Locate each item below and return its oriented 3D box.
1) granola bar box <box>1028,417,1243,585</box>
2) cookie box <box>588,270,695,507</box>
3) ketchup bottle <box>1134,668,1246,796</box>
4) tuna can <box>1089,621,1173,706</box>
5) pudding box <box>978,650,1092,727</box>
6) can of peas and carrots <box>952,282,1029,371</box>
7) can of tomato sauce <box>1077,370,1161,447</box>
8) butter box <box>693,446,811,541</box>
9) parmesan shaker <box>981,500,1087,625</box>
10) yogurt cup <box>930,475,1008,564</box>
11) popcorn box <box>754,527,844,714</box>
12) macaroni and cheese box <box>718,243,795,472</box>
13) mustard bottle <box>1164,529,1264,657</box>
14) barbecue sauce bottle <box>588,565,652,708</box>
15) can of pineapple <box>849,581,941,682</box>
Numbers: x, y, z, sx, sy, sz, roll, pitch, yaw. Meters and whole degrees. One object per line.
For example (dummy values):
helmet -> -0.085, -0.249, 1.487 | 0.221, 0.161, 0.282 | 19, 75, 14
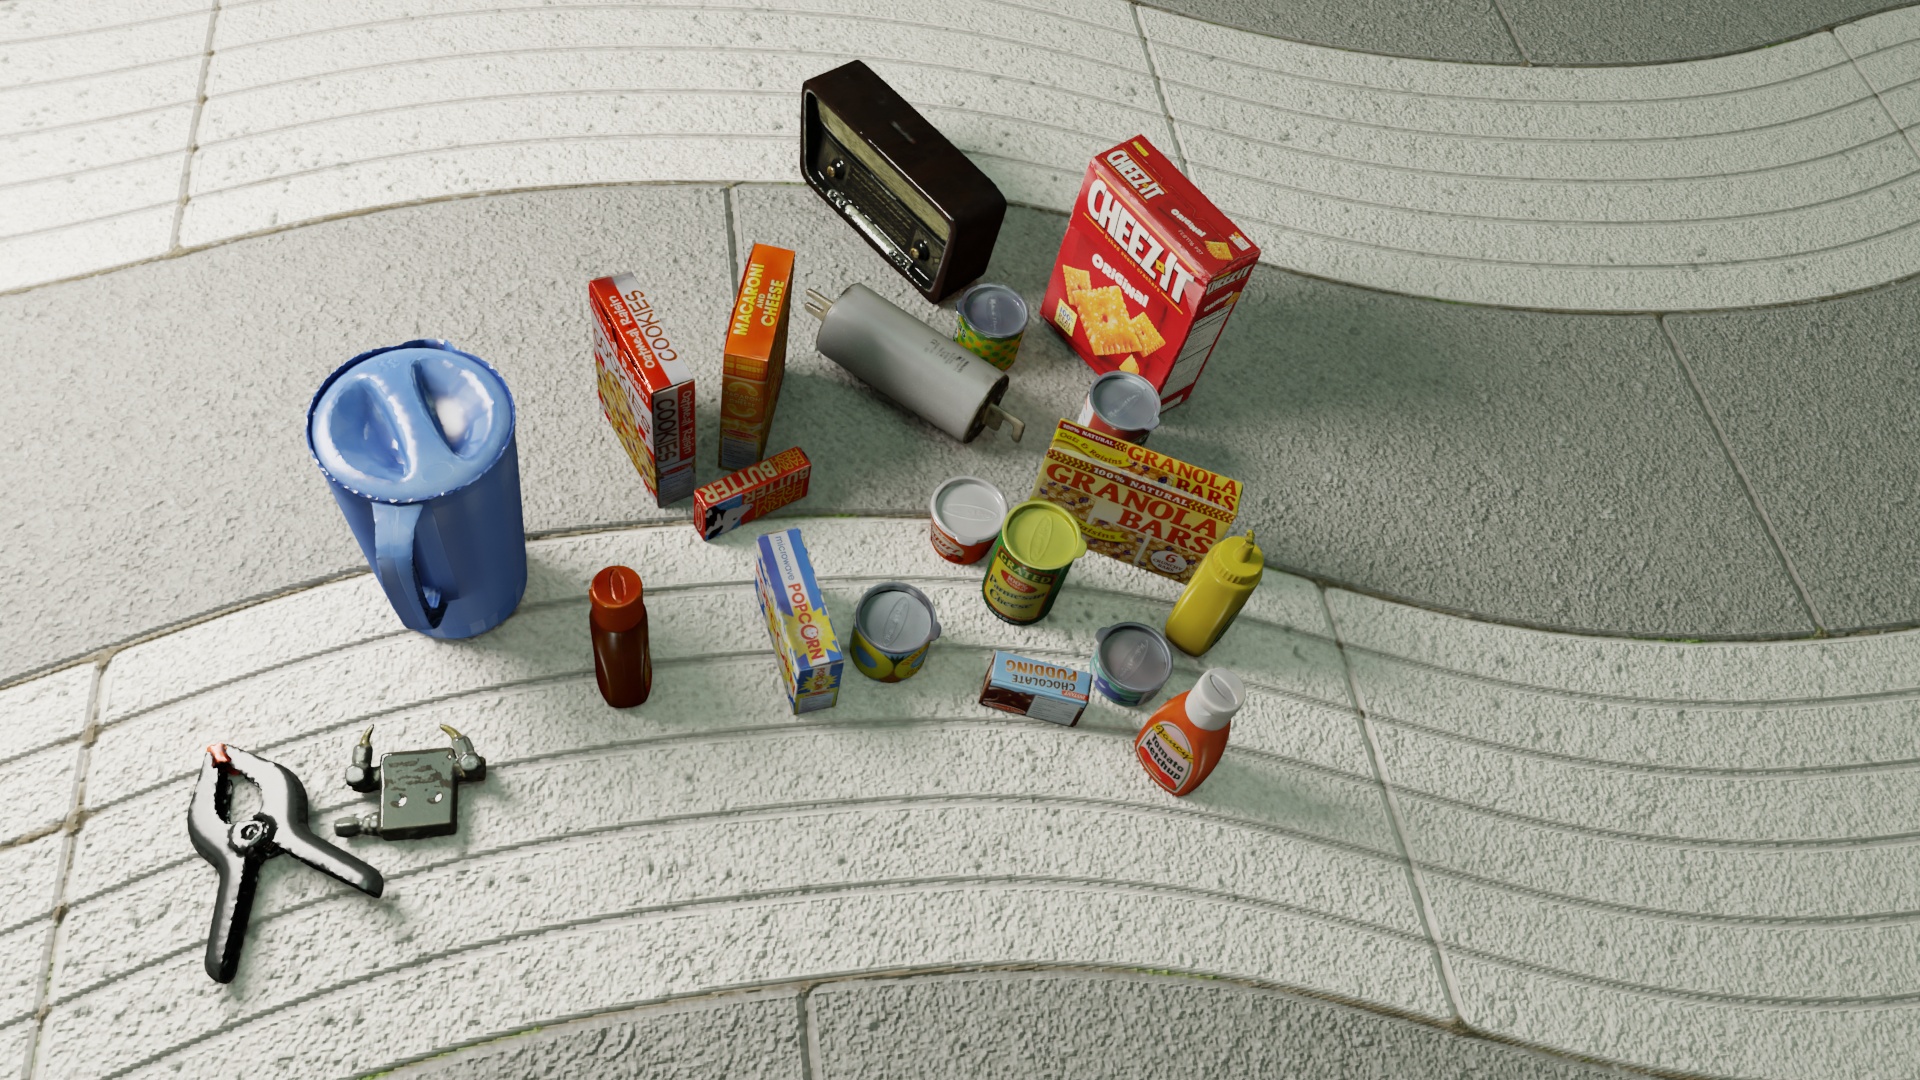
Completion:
granola bar box -> 0.146, -0.032, 1.207 | 0.166, 0.123, 0.039 | 20, 57, 2
cookie box -> -0.265, -0.123, 1.158 | 0.040, 0.166, 0.123 | -24, 66, -23
ketchup bottle -> 0.183, 0.147, 1.089 | 0.044, 0.148, 0.065 | -31, 69, -26
tuna can -> 0.142, 0.104, 1.176 | 0.071, 0.032, 0.071 | 5, 58, -8
pudding box -> 0.061, 0.122, 1.139 | 0.084, 0.049, 0.030 | 13, 57, -3
can of peas and carrots -> 0.026, -0.202, 1.327 | 0.071, 0.058, 0.071 | 5, 58, -8
can of tomato sauce -> 0.142, -0.103, 1.274 | 0.071, 0.082, 0.071 | 5, 58, -8
butter box -> -0.179, -0.040, 1.191 | 0.104, 0.052, 0.024 | -26, 67, -24
parmesan shaker -> 0.061, 0.022, 1.169 | 0.071, 0.102, 0.071 | 5, 58, -8
yogurt cup -> 0.004, -0.015, 1.211 | 0.072, 0.053, 0.073 | 5, 58, -8
popcorn box -> -0.132, 0.065, 1.116 | 0.038, 0.084, 0.127 | -12, 62, -18
macaroni and cheese box -> -0.177, -0.153, 1.194 | 0.040, 0.165, 0.124 | 11, 58, -4
mustard bottle -> 0.217, 0.039, 1.155 | 0.049, 0.159, 0.065 | 35, 59, 11
barbecue sauce bottle -> -0.258, 0.070, 1.051 | 0.044, 0.147, 0.065 | -7, 61, -15
can of pineapple -> -0.055, 0.077, 1.140 | 0.071, 0.057, 0.071 | 5, 58, -8
